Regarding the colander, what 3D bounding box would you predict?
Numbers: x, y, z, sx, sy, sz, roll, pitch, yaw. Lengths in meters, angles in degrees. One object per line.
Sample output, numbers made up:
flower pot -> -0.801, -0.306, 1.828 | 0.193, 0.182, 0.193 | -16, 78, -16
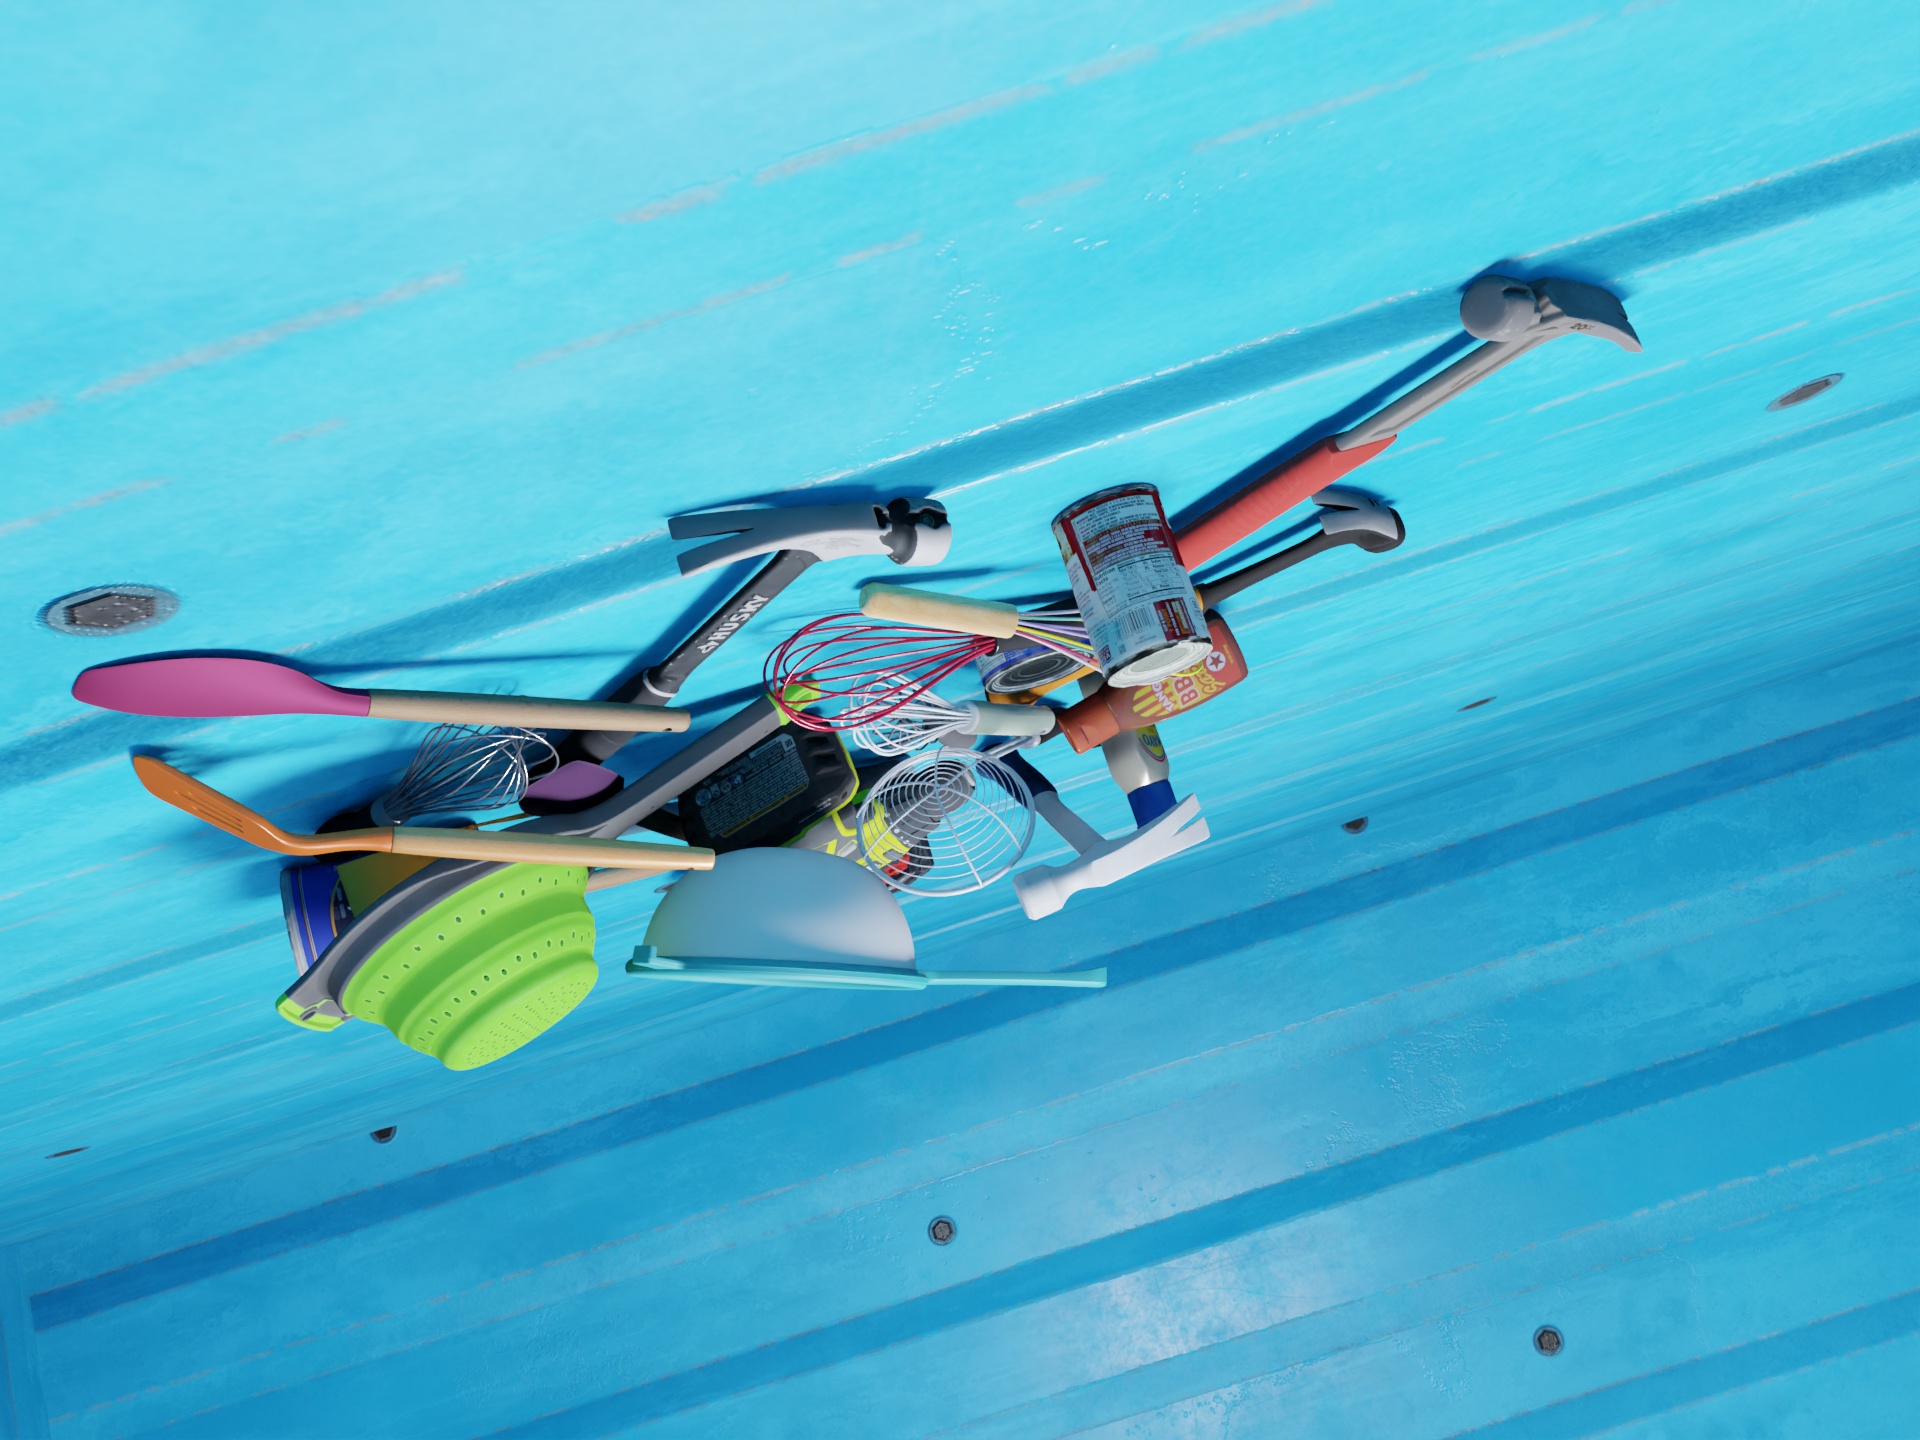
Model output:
colander -> -0.236, 0.112, 1.039 | 0.397, 0.094, 0.204 | -35, 167, -13

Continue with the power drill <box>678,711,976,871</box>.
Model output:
power drill -> -0.100, 0.070, 1.255 | 0.190, 0.080, 0.228 | -31, 157, 10

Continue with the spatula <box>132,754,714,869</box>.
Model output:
spatula -> -0.303, 0.061, 0.922 | 0.322, 0.041, 0.081 | 6, 160, -19

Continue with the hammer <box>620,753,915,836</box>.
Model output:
hammer -> -0.177, 0.067, 1.317 | 0.331, 0.033, 0.128 | -9, 163, -33

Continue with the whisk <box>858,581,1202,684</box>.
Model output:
whisk -> 0.052, -0.058, 0.994 | 0.244, 0.047, 0.051 | 7, 156, -27

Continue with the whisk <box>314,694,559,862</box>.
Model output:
whisk -> -0.340, 0.048, 0.996 | 0.070, 0.070, 0.284 | -3, 165, -46

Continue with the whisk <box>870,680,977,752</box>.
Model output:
whisk -> -0.021, 0.005, 1.247 | 0.055, 0.055, 0.239 | -20, 171, 10

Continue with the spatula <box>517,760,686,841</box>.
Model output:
spatula -> -0.235, 0.066, 1.137 | 0.060, 0.018, 0.315 | -30, 166, 3

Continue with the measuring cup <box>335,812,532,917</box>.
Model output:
measuring cup -> -0.326, 0.096, 1.074 | 0.173, 0.052, 0.095 | -16, 180, -20

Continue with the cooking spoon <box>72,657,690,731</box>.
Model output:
cooking spoon -> -0.288, -0.008, 0.842 | 0.318, 0.017, 0.068 | 3, 157, -37

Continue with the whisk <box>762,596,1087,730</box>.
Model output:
whisk -> 0.002, -0.048, 1.037 | 0.295, 0.073, 0.073 | -15, 167, -33

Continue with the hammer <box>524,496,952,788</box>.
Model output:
hammer -> -0.174, -0.028, 0.941 | 0.149, 0.036, 0.409 | -5, 162, -38

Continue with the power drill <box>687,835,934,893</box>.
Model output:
power drill -> -0.160, 0.143, 1.561 | 0.226, 0.080, 0.188 | -8, 163, -26

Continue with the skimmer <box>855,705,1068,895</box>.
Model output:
skimmer -> 0.030, 0.051, 1.241 | 0.127, 0.090, 0.363 | 10, -169, 17

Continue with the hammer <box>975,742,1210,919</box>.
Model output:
hammer -> 0.075, 0.066, 1.275 | 0.144, 0.035, 0.406 | -22, -168, -6

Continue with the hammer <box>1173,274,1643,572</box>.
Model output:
hammer -> 0.215, -0.149, 0.947 | 0.149, 0.037, 0.359 | -5, 161, -42

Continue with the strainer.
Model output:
strainer -> -0.063, 0.142, 1.130 | 0.340, 0.095, 0.211 | 3, 169, -7

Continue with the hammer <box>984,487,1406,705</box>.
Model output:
hammer -> 0.149, -0.077, 1.154 | 0.337, 0.034, 0.127 | -26, 165, 33

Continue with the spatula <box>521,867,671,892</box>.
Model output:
spatula -> -0.371, 0.140, 1.394 | 0.082, 0.044, 0.317 | -29, 167, 38

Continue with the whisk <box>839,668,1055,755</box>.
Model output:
whisk -> -0.002, -0.004, 1.130 | 0.058, 0.059, 0.246 | -15, 170, 33
